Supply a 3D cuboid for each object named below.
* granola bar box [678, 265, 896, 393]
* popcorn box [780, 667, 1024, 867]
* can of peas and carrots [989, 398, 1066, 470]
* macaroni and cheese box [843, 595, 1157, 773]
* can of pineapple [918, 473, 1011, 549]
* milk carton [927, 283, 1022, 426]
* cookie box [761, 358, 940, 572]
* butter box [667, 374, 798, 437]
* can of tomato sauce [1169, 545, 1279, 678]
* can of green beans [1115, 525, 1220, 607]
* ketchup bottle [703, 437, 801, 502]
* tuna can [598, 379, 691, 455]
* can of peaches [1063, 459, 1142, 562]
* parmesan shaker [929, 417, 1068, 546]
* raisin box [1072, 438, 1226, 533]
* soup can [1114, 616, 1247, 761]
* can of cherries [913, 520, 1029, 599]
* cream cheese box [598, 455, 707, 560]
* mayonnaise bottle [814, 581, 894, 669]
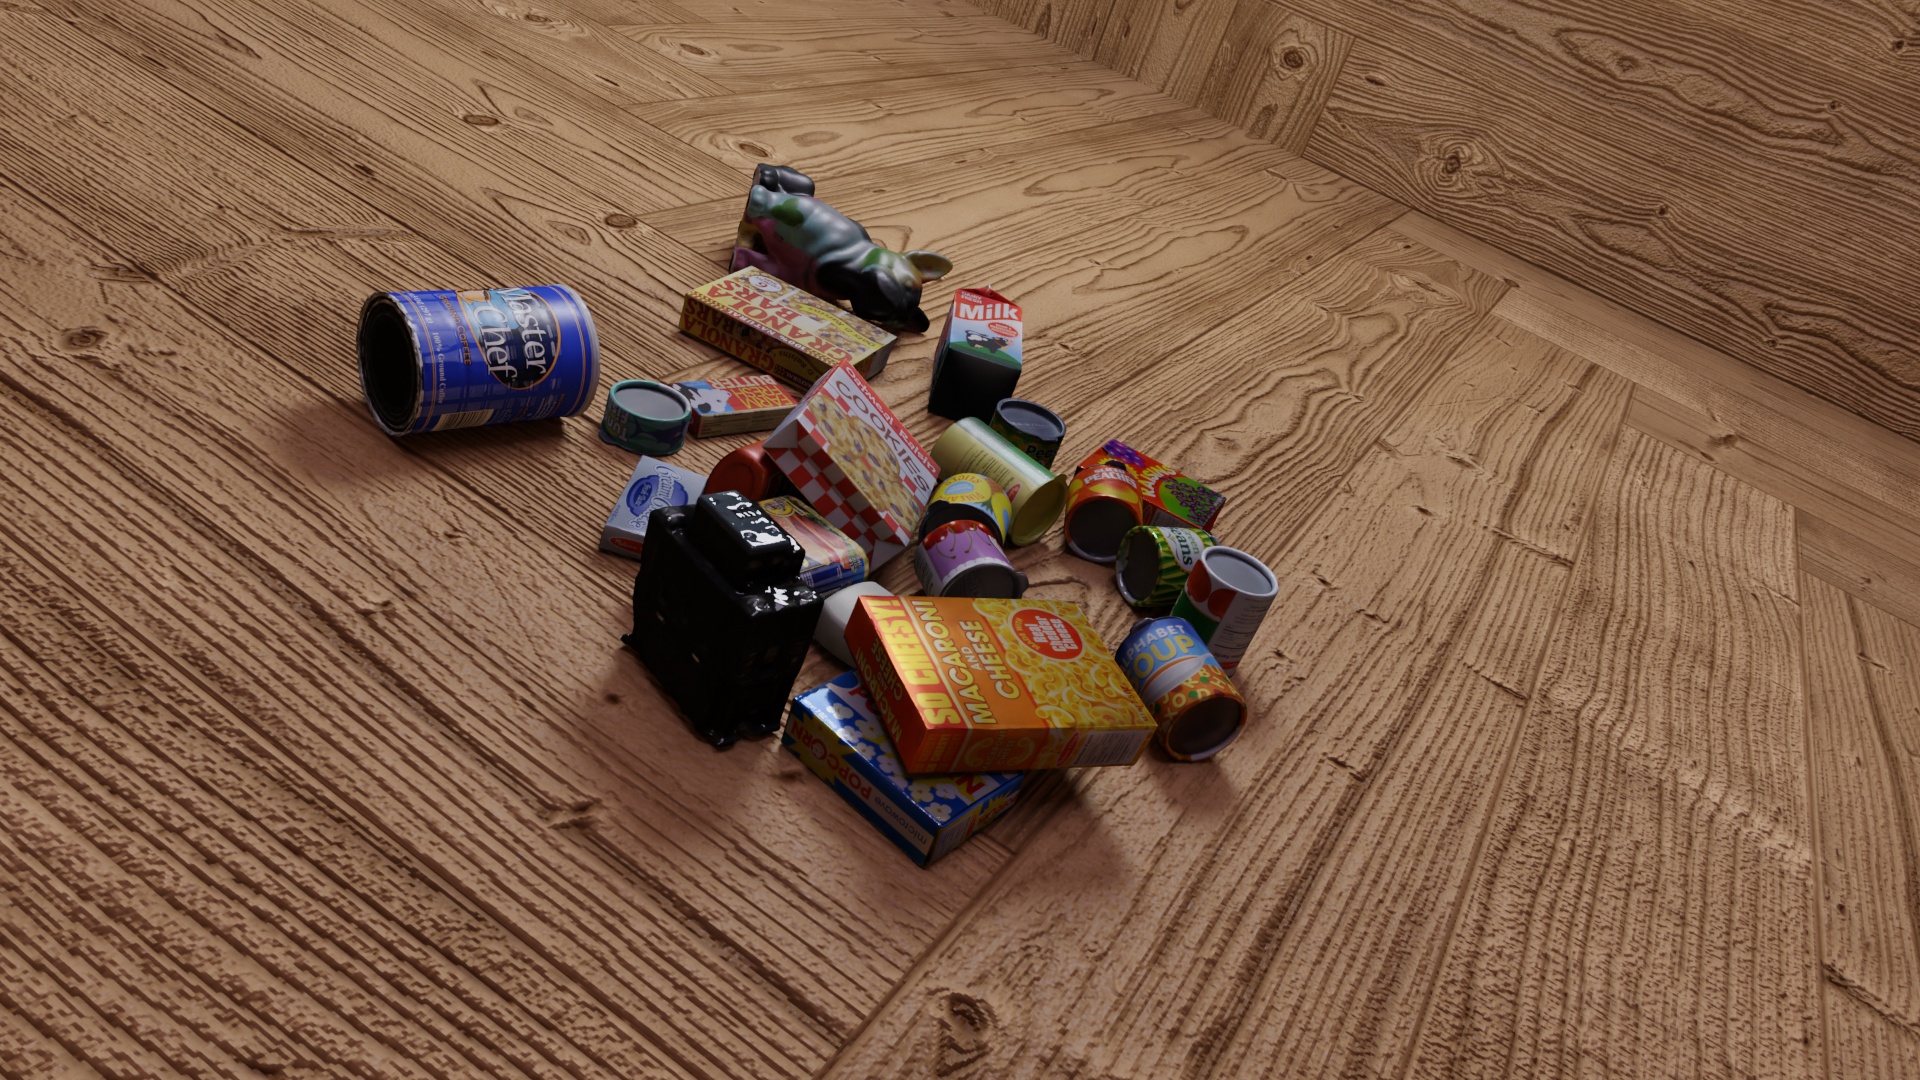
[{"bbox_3d":[-0.161,-0.195,1.303,0.166,0.038,0.125,27,30,10],"label":"granola bar box"},{"bbox_3d":[-0.035,0.133,0.851,0.127,0.038,0.085,37,34,24],"label":"popcorn box"},{"bbox_3d":[0.055,-0.084,1.240,0.071,0.058,0.071,16,31,-10],"label":"can of peas and carrots"},{"bbox_3d":[0.024,0.089,0.877,0.167,0.040,0.124,3,36,-30],"label":"macaroni and cheese box"},{"bbox_3d":[0.004,-0.014,1.082,0.071,0.070,0.058,20,29,-1],"label":"can of pineapple"},{"bbox_3d":[0.017,-0.188,1.371,0.073,0.072,0.191,17,30,-7],"label":"milk carton"},{"bbox_3d":[-0.080,-0.062,1.069,0.123,0.040,0.168,50,20,-12],"label":"cookie box"},{"bbox_3d":[-0.191,-0.113,1.167,0.104,0.024,0.053,-12,44,-43],"label":"butter box"},{"bbox_3d":[0.199,0.055,1.079,0.071,0.082,0.071,16,30,-10],"label":"can of tomato sauce"},{"bbox_3d":[0.168,0.022,1.130,0.058,0.071,0.071,3,34,-28],"label":"can of green beans"},{"bbox_3d":[-0.139,-0.055,1.071,0.043,0.064,0.149,40,25,7],"label":"ketchup bottle"},{"bbox_3d":[-0.250,-0.098,1.096,0.071,0.032,0.071,16,30,-9],"label":"tuna can"},{"bbox_3d":[0.121,-0.025,1.172,0.071,0.071,0.058,19,31,-4],"label":"can of peaches"},{"bbox_3d":[0.032,-0.053,1.162,0.103,0.071,0.071,39,34,29],"label":"parmesan shaker"},{"bbox_3d":[0.169,-0.039,1.257,0.123,0.039,0.086,29,32,14],"label":"raisin box"},{"bbox_3d":[0.154,0.104,0.985,0.071,0.071,0.084,5,34,-26],"label":"soup can"},{"bbox_3d":[0.007,0.026,1.020,0.071,0.071,0.058,5,32,-26],"label":"can of cherries"},{"bbox_3d":[-0.219,-0.021,0.999,0.053,0.024,0.104,18,30,-8],"label":"cream cheese box"},{"bbox_3d":[-0.029,0.086,0.929,0.148,0.041,0.065,38,34,24],"label":"mayonnaise bottle"}]
